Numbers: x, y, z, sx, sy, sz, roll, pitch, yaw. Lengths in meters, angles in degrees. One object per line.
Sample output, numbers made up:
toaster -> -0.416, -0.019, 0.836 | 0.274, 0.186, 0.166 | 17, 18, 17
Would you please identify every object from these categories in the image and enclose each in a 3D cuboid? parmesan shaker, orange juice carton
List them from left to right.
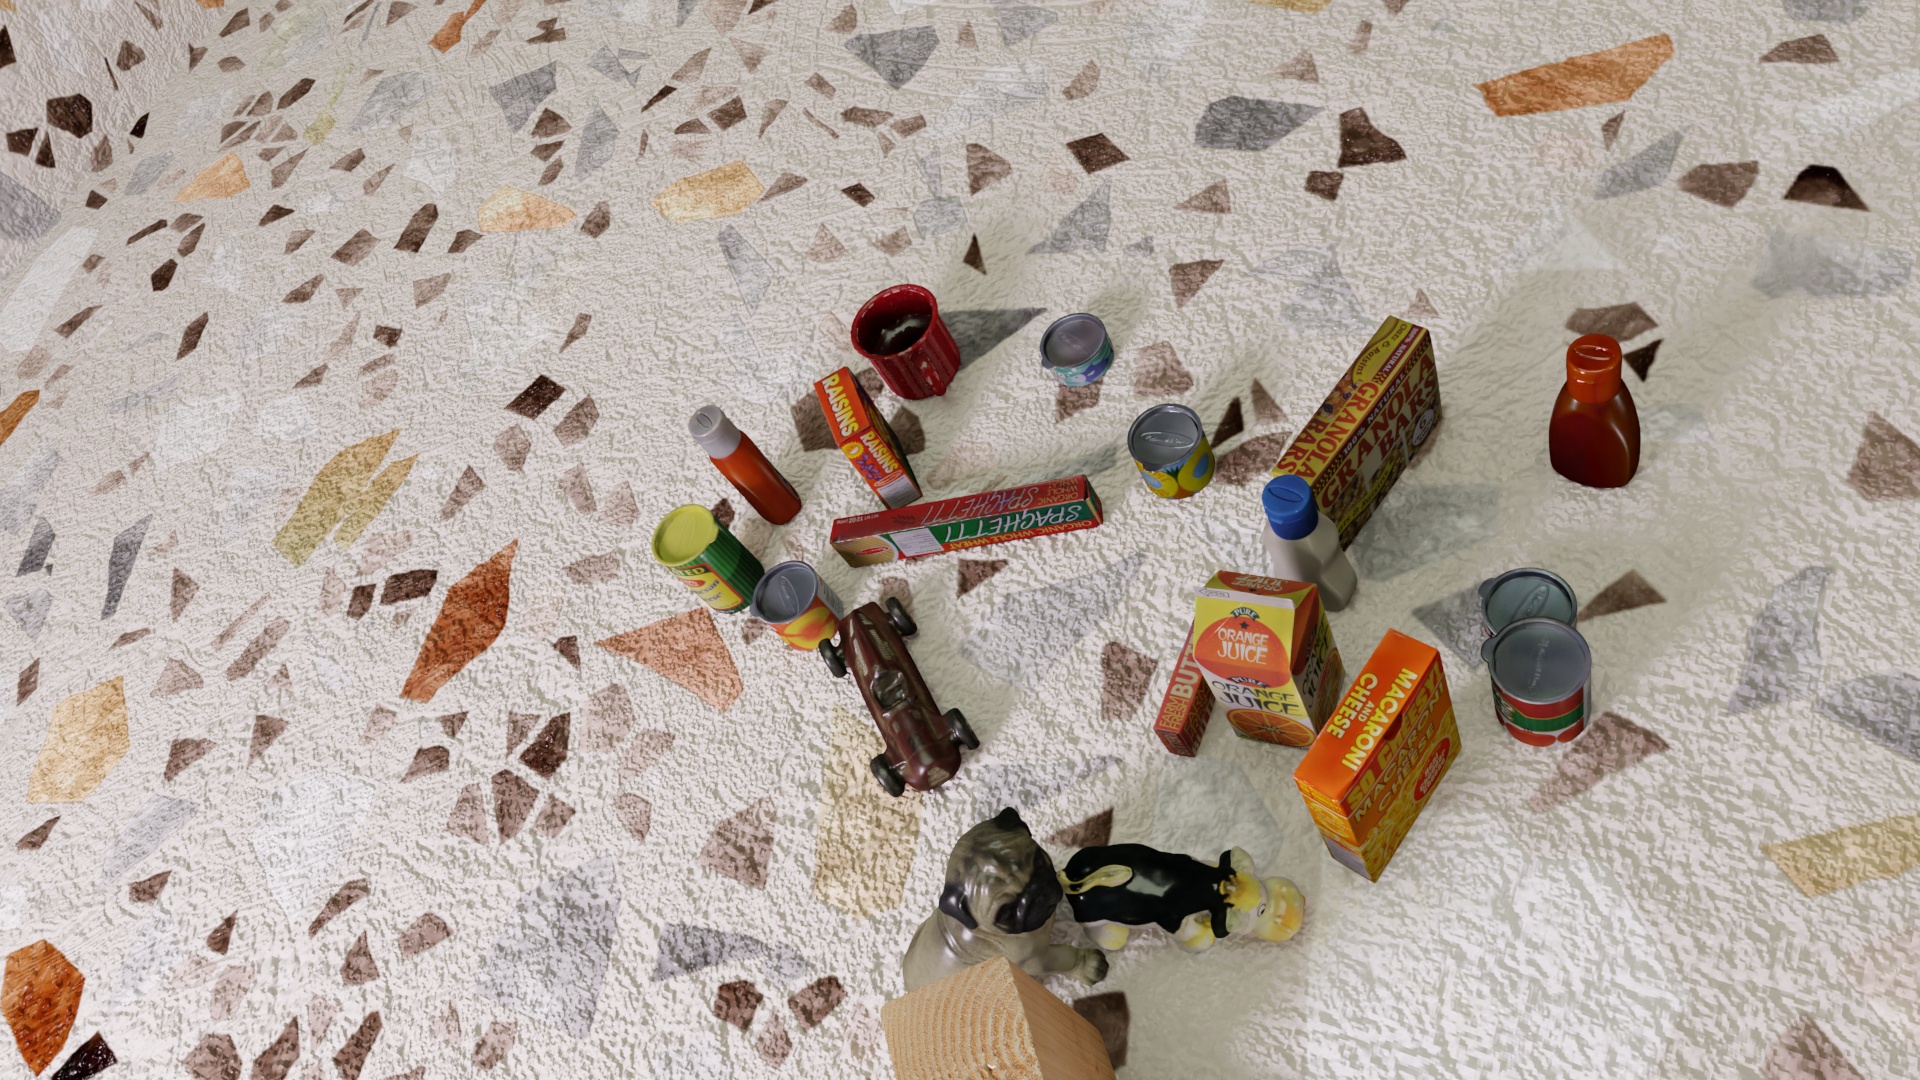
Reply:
parmesan shaker -> -0.235, 0.019, 1.315 | 0.071, 0.102, 0.071 | -12, 56, 18
orange juice carton -> 0.224, 0.082, 1.011 | 0.072, 0.192, 0.073 | 8, 64, 29

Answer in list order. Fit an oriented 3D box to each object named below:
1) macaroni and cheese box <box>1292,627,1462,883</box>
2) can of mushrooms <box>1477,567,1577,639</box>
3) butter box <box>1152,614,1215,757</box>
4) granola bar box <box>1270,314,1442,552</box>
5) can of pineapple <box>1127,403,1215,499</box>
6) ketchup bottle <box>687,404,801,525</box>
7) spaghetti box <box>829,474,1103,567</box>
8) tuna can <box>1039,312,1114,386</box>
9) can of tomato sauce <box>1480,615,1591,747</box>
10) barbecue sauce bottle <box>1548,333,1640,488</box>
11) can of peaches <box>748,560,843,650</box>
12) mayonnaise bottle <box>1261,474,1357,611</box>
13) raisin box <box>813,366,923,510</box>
macaroni and cheese box -> 0.291, 0.151, 0.953 | 0.040, 0.166, 0.124 | 28, 75, 35
can of mushrooms -> 0.423, 0.055, 1.038 | 0.071, 0.033, 0.071 | -12, 56, 18
butter box -> 0.185, 0.115, 1.096 | 0.024, 0.053, 0.104 | 11, 65, 30
granola bar box -> 0.321, -0.078, 1.111 | 0.039, 0.124, 0.166 | 30, 76, 35
can of pineapple -> 0.184, -0.076, 1.214 | 0.071, 0.057, 0.071 | -12, 56, 18
ketchup bottle -> -0.209, -0.073, 1.333 | 0.043, 0.148, 0.065 | -44, 53, -6
spaghetti box -> 0.005, -0.016, 1.262 | 0.250, 0.050, 0.029 | -10, 57, 19
tuna can -> 0.110, -0.181, 1.330 | 0.071, 0.032, 0.071 | -12, 56, 18
can of tomato sauce -> 0.409, 0.101, 0.984 | 0.071, 0.083, 0.071 | -12, 56, 18
barbecue sauce bottle -> 0.473, -0.096, 1.038 | 0.065, 0.148, 0.044 | 19, 70, 33
can of peaches -> -0.151, 0.061, 1.279 | 0.071, 0.058, 0.071 | -12, 56, 18
mayonnaise bottle -> 0.265, 0.002, 1.071 | 0.065, 0.147, 0.041 | 23, 72, 34
raisin box -> -0.086, -0.094, 1.307 | 0.040, 0.123, 0.086 | -28, 53, 6
